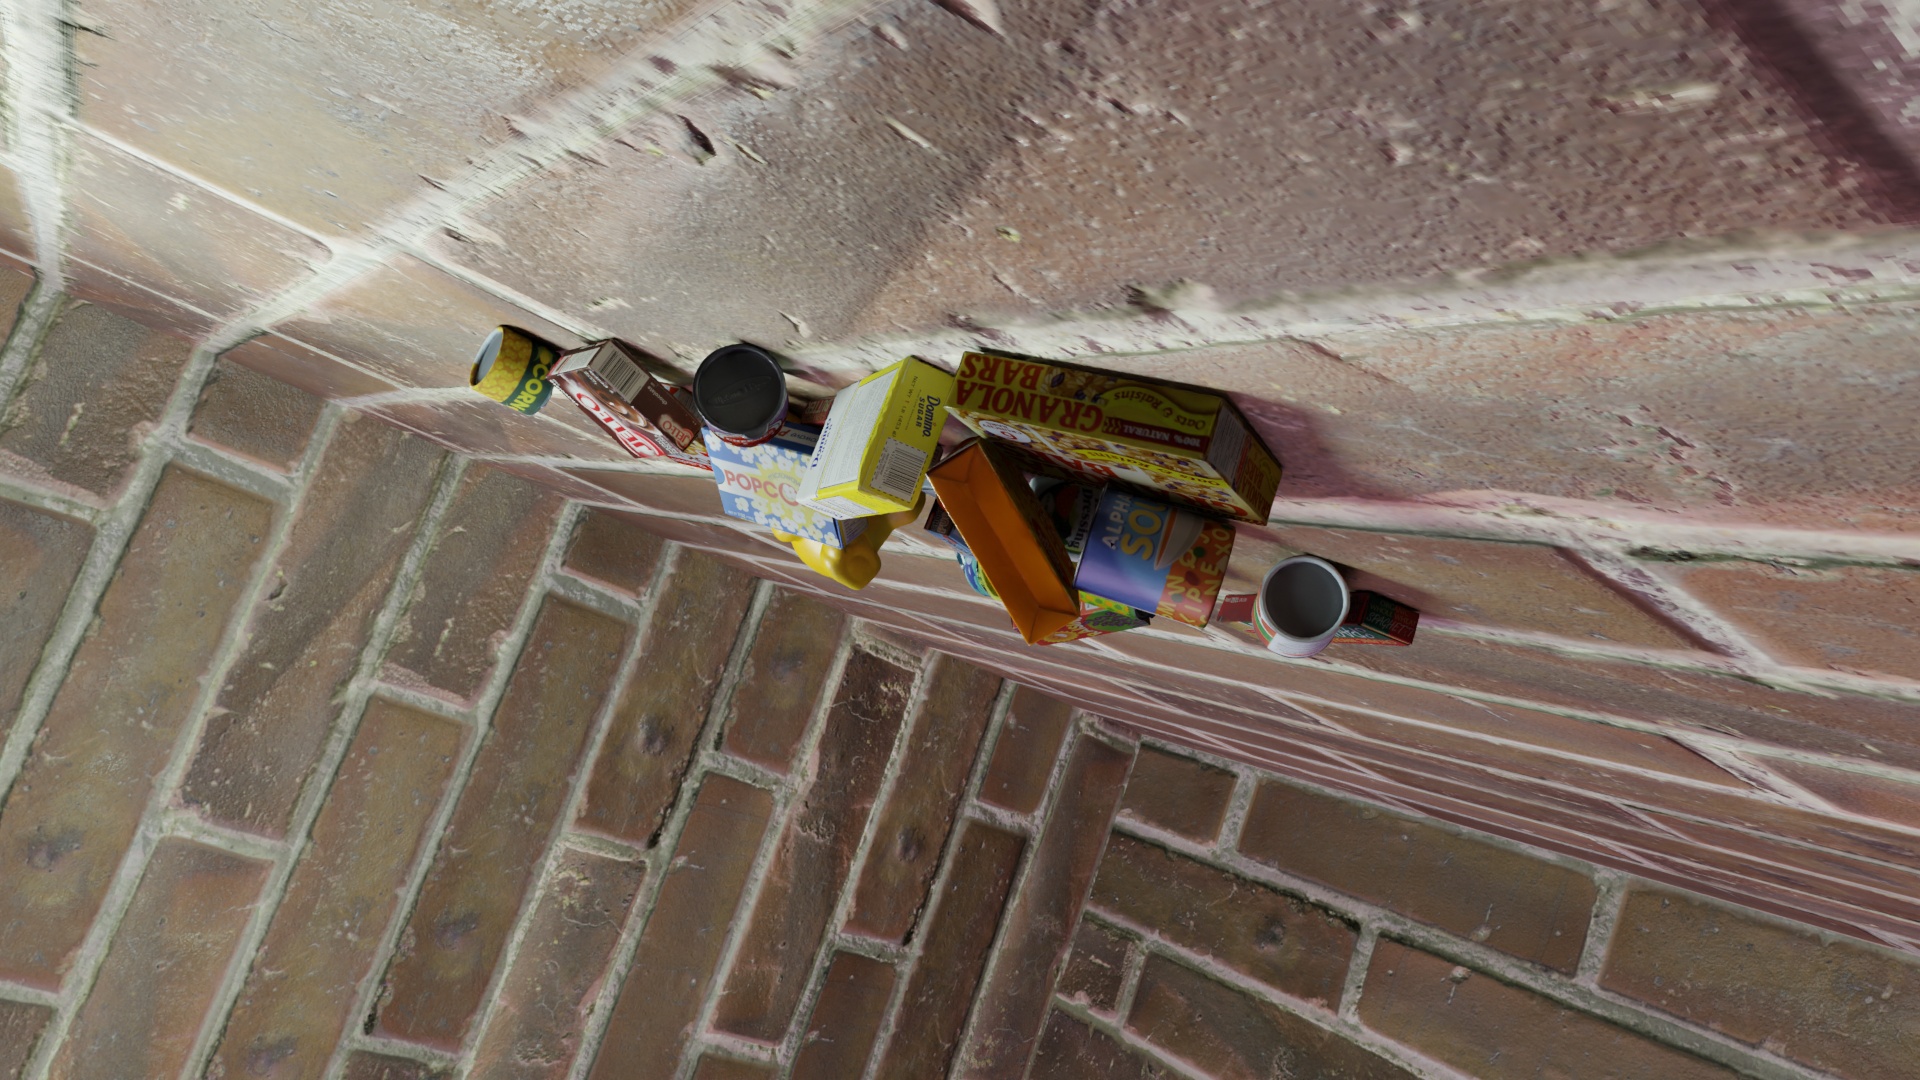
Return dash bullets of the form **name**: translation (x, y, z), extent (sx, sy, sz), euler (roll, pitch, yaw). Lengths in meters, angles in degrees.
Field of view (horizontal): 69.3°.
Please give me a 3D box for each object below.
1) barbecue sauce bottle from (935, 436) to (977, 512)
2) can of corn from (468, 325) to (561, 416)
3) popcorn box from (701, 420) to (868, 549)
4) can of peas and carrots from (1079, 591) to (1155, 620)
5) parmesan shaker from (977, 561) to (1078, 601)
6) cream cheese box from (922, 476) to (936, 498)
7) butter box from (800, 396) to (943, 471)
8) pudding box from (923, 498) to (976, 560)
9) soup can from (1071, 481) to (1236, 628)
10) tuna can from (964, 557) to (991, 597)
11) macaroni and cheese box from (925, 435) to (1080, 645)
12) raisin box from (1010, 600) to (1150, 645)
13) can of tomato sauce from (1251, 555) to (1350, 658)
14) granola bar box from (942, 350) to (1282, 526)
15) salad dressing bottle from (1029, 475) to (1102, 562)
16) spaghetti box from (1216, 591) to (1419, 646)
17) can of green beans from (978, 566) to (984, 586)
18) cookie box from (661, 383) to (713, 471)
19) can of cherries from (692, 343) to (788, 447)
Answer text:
- **barbecue sauce bottle**: translation (0.012, -0.046, 1.069), extent (0.065, 0.044, 0.148), euler (15, 171, 3)
- **can of corn**: translation (-0.409, -0.155, 1.276), extent (0.058, 0.071, 0.071), euler (27, 169, -35)
- **popcorn box**: translation (-0.137, -0.050, 1.095), extent (0.127, 0.038, 0.084), euler (16, 133, 31)
- **can of peas and carrots**: translation (0.138, 0.031, 1.185), extent (0.059, 0.071, 0.071), euler (16, 171, 30)
- **parmesan shaker**: translation (0.072, 0.005, 1.072), extent (0.103, 0.071, 0.071), euler (-7, -178, -23)
- **cream cheese box**: translation (0.020, -0.034, 1.196), extent (0.104, 0.024, 0.053), euler (26, 170, -34)
- **butter box**: translation (-0.070, -0.082, 1.097), extent (0.103, 0.024, 0.053), euler (24, 170, -27)
- **pudding box**: translation (0.005, -0.016, 1.265), extent (0.030, 0.050, 0.083), euler (17, 171, 31)
- **soup can**: translation (0.117, 0.008, 0.834), extent (0.084, 0.071, 0.071), euler (17, 171, 7)
- **tuna can**: translation (0.038, 0.023, 1.396), extent (0.071, 0.071, 0.033), euler (24, 171, -23)
- **macaroni and cheese box**: translation (0.033, -0.008, 0.908), extent (0.123, 0.040, 0.167), euler (59, -172, -4)
- **raisin box**: translation (0.122, 0.071, 1.419), extent (0.123, 0.040, 0.086), euler (-13, 159, 21)
- **can of tomato sauce**: translation (0.255, 0.049, 1.046), extent (0.071, 0.071, 0.083), euler (18, 171, 12)
- **granola bar box**: translation (0.091, -0.060, 0.811), extent (0.165, 0.039, 0.124), euler (15, 171, 31)
- **salad dressing bottle**: translation (0.119, -0.010, 1.013), extent (0.148, 0.064, 0.044), euler (12, 180, 0)
- **spaghetti box**: translation (0.296, 0.066, 1.179), extent (0.050, 0.029, 0.250), euler (22, 172, -13)
- **can of green beans**: translation (0.056, 0.021, 1.326), extent (0.058, 0.071, 0.071), euler (18, 171, 19)
- **cookie box**: translation (-0.270, -0.110, 1.345), extent (0.123, 0.040, 0.167), euler (15, 169, 31)
- **can of cherries**: translation (-0.159, -0.102, 1.017), extent (0.071, 0.071, 0.058), euler (20, 172, -2)
